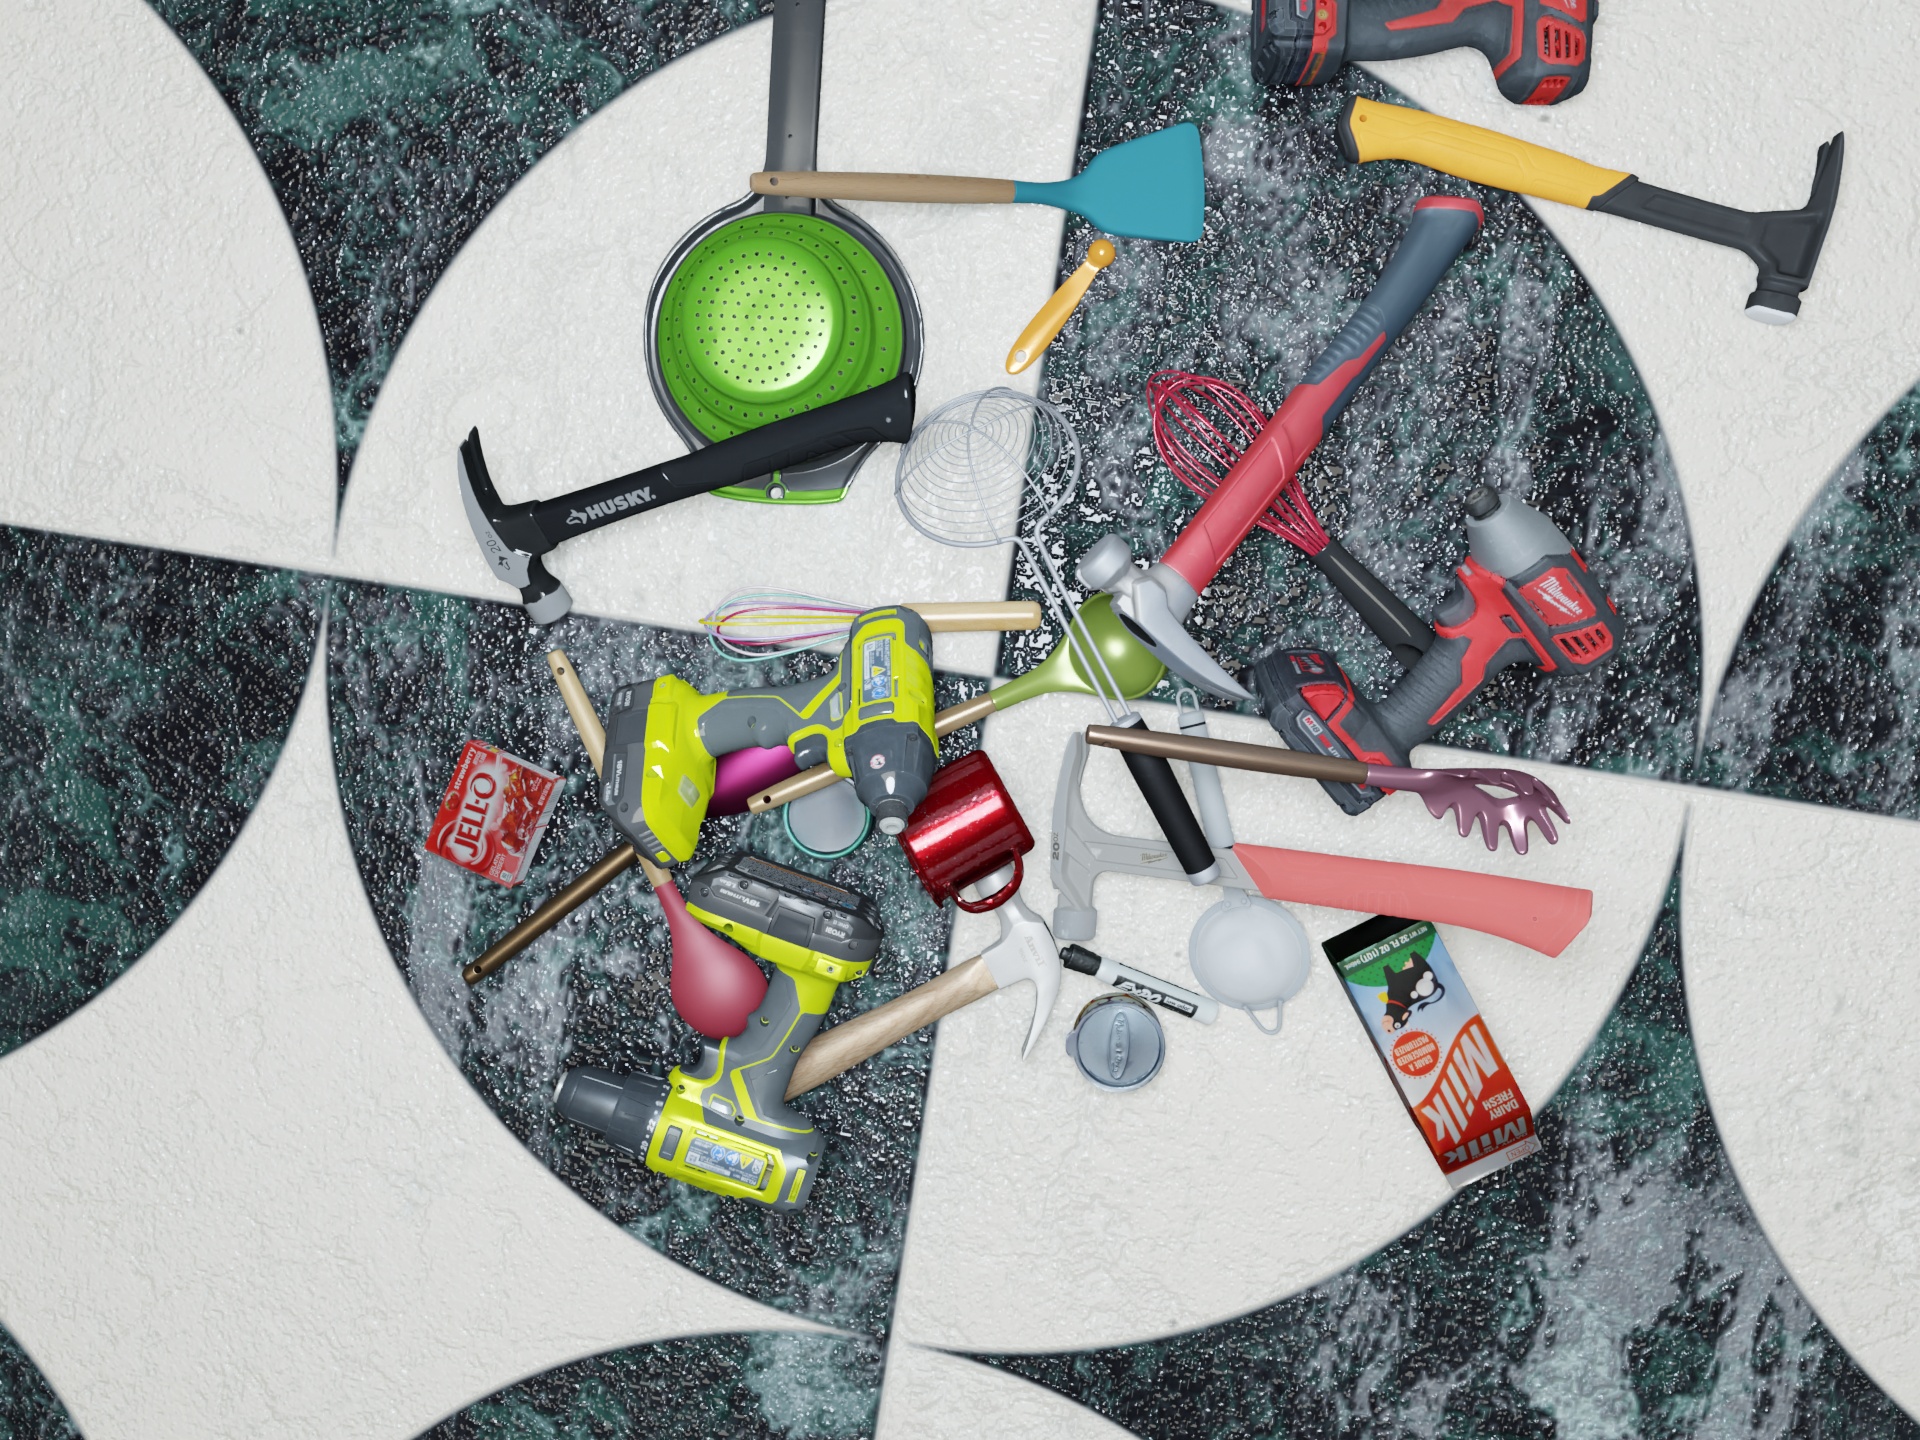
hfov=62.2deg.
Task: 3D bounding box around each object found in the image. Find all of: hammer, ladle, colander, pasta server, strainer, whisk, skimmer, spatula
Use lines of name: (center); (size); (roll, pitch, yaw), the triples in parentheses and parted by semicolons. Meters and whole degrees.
hammer: (0.242, -0.194, 1.061); (0.143, 0.038, 0.386); (41, 78, -12)
ladle: (-0.224, 0.093, 1.148); (0.069, 0.031, 0.315); (-24, 96, 2)
colander: (-0.126, -0.352, 1.101); (0.204, 0.094, 0.397); (4, 93, 4)
pasta server: (0.237, 0.036, 1.033); (0.316, 0.040, 0.060); (8, 137, -4)
hammer: (-0.184, -0.172, 1.080); (0.335, 0.035, 0.146); (-15, 124, 16)
strainer: (0.187, 0.103, 1.130); (0.087, 0.050, 0.258); (-14, 88, 19)
hammer: (0.425, -0.377, 1.090); (0.337, 0.034, 0.127); (16, 95, 3)
whisk: (0.237, -0.134, 1.106); (0.073, 0.073, 0.296); (-45, 94, 5)
hammer: (0.232, 0.096, 1.069); (0.359, 0.036, 0.149); (5, 92, 24)
hammer: (-0.077, 0.236, 1.159); (0.331, 0.031, 0.130); (-29, 90, 5)
skimmer: (0.079, -0.055, 1.075); (0.127, 0.090, 0.363); (-29, 97, -2)
whisk: (-0.065, -0.071, 1.135); (0.245, 0.047, 0.051); (-1, 71, 0)
spatula: (0.015, -0.367, 1.086); (0.317, 0.044, 0.082); (-5, 96, -19)
ladle: (-0.002, -0.004, 1.111); (0.320, 0.062, 0.078); (-23, 86, -1)

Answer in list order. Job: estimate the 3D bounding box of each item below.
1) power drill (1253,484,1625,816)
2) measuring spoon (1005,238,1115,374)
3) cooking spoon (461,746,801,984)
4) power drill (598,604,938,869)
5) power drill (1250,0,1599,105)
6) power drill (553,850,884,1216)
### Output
power drill: (0.312, -0.049, 1.056); (0.219, 0.079, 0.143); (-36, 111, 17)
measuring spoon: (0.070, -0.294, 1.131); (0.021, 0.011, 0.117); (39, 95, 1)
cooking spoon: (-0.241, 0.095, 1.169); (0.319, 0.017, 0.069); (-38, 90, 4)
power drill: (-0.125, 0.020, 1.081); (0.223, 0.080, 0.171); (-13, 50, 13)
power drill: (0.316, -0.515, 1.072); (0.226, 0.080, 0.188); (2, 88, 1)
power drill: (-0.165, 0.213, 1.108); (0.190, 0.080, 0.228); (20, 96, -1)
